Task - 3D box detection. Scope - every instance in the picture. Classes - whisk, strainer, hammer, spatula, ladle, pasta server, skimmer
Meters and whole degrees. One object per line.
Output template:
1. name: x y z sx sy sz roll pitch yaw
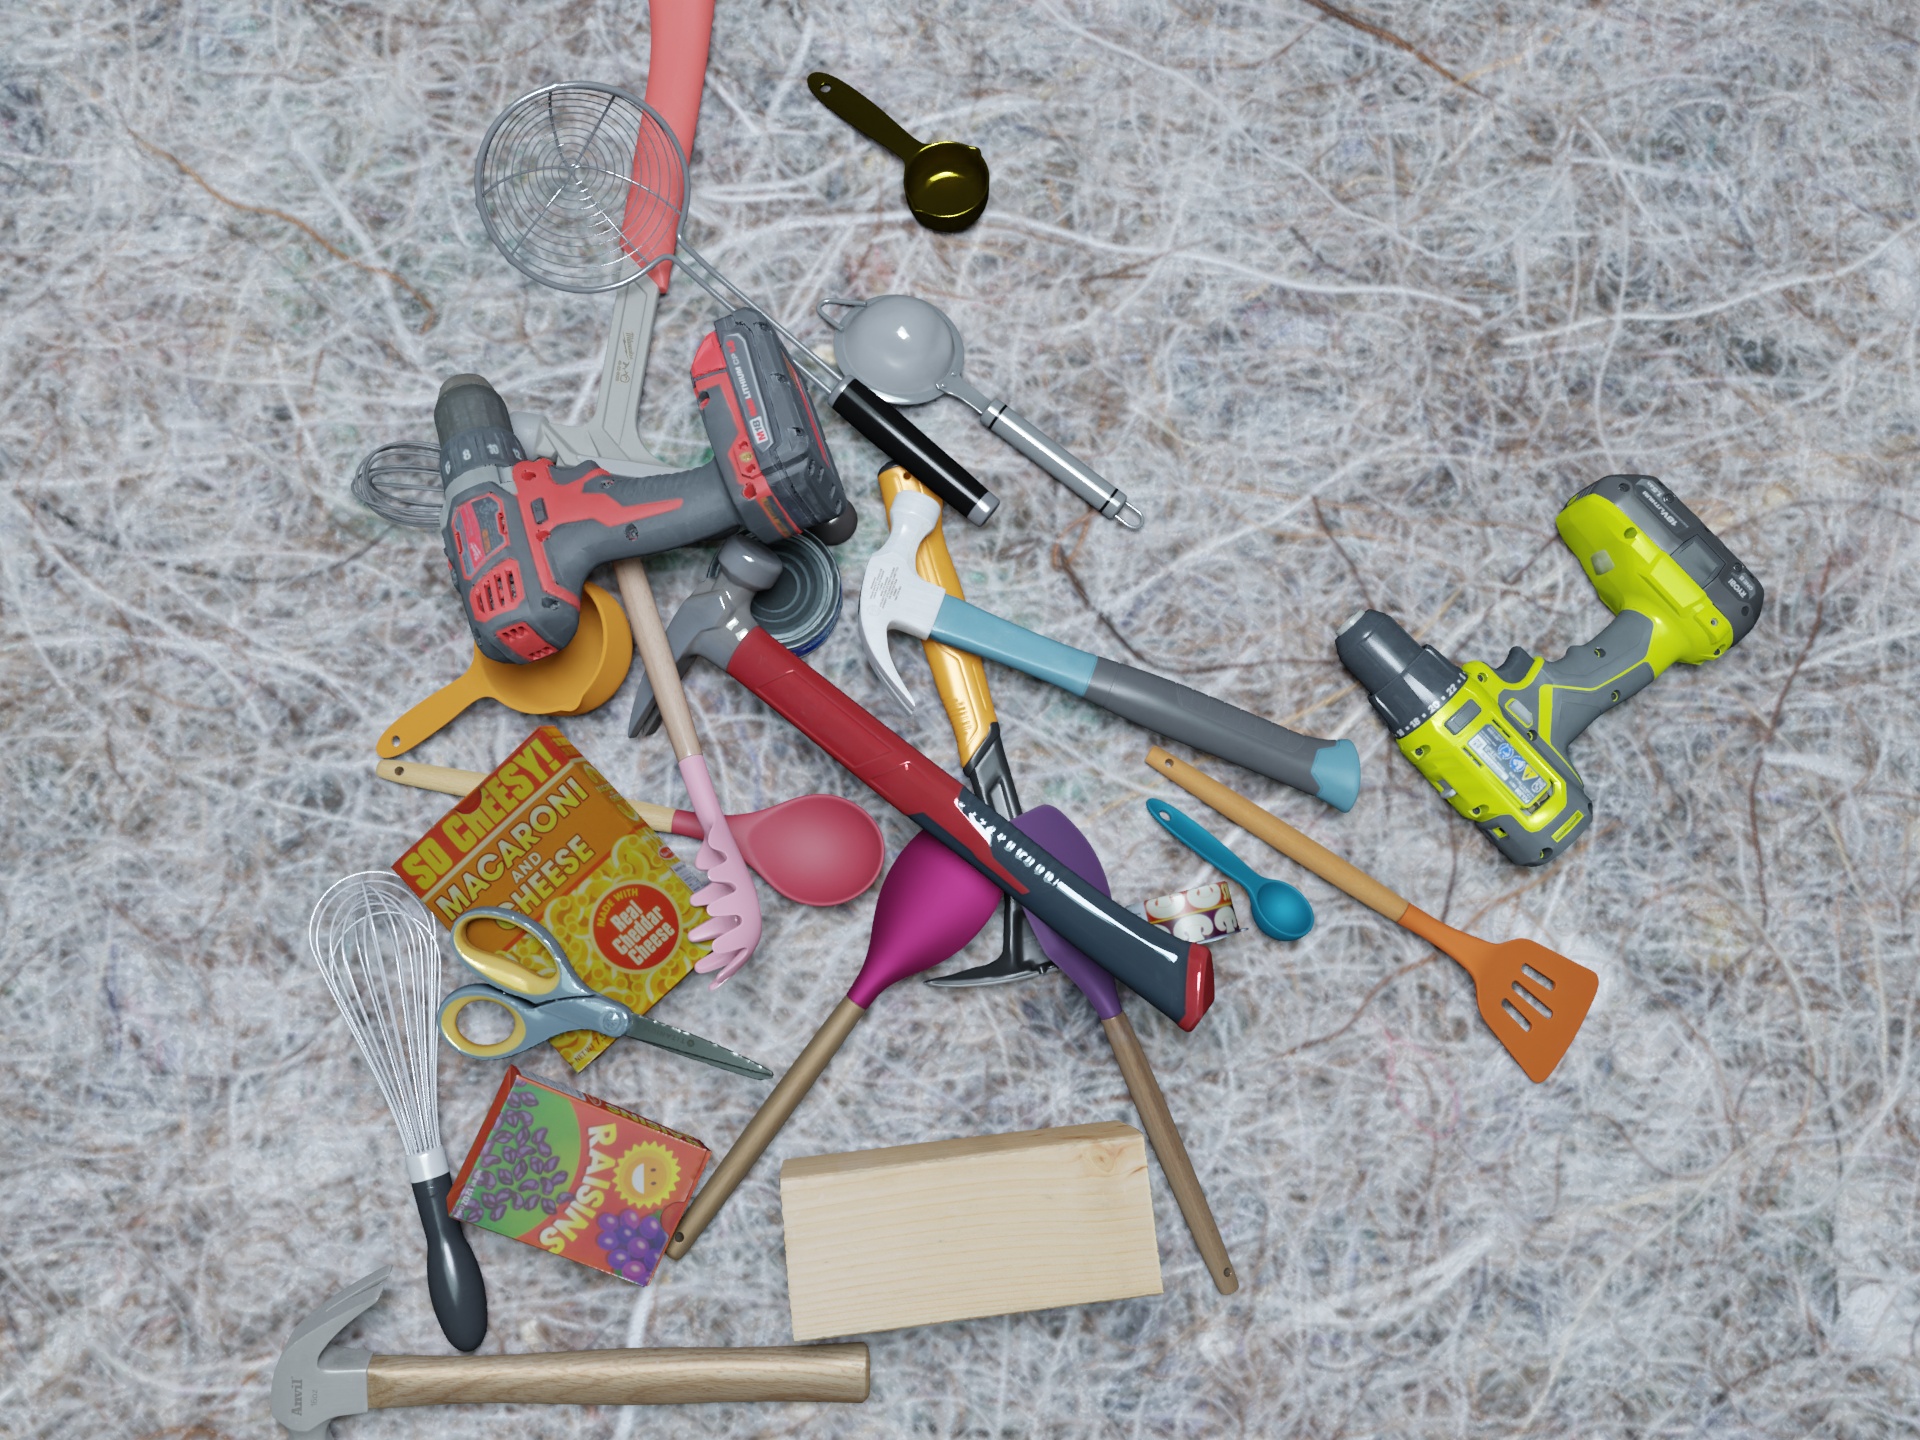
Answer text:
1. whisk: -0.258 -0.138 0.996 0.239 0.055 0.055 7 81 -8
2. strainer: 0.016 -0.205 1.028 0.258 0.050 0.087 37 66 -1
3. hammer: 0.092 -0.023 0.975 0.331 0.033 0.128 22 77 -2
4. spatula: 0.254 0.109 1.002 0.322 0.041 0.081 33 80 6
5. hammer: -0.191 -0.327 1.033 0.149 0.036 0.359 8 81 -3
6. ladle: -0.202 0.058 0.975 0.315 0.031 0.069 11 77 0
7. spatula: 0.103 0.199 0.955 0.060 0.018 0.316 -24 92 -24
8. hammer: -0.022 0.059 0.924 0.386 0.038 0.143 38 107 12
9. whisk: -0.320 0.227 0.928 0.070 0.070 0.284 -14 86 -6
10. pasta server: -0.172 0.000 0.925 0.040 0.060 0.316 -14 74 -24
11. hammer: -0.002 -0.003 0.996 0.127 0.034 0.337 -14 82 -7
12. skimmer: -0.126 -0.237 0.961 0.363 0.090 0.127 40 106 0
13. hammer: -0.217 0.372 0.906 0.331 0.031 0.130 2 107 -8

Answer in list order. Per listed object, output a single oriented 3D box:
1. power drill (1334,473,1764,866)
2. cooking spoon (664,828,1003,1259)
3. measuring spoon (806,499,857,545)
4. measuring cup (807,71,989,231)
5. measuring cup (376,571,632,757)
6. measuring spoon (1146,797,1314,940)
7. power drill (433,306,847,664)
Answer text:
1. power drill: 0.369 -0.048 1.008 0.228 0.080 0.190 -42 86 -6
2. cooking spoon: -0.077 0.188 0.946 0.069 0.017 0.319 36 89 17
3. measuring spoon: -0.106 -0.168 1.022 0.034 0.018 0.124 -31 83 -8
4. measuring cup: -0.044 -0.382 1.063 0.156 0.029 0.062 42 80 15
5. measuring cup: -0.279 -0.024 0.976 0.173 0.052 0.095 -32 79 12
6. measuring spoon: 0.165 0.095 1.001 0.129 0.021 0.042 39 43 11
7. power drill: -0.198 -0.152 0.919 0.226 0.080 0.188 -23 67 6
